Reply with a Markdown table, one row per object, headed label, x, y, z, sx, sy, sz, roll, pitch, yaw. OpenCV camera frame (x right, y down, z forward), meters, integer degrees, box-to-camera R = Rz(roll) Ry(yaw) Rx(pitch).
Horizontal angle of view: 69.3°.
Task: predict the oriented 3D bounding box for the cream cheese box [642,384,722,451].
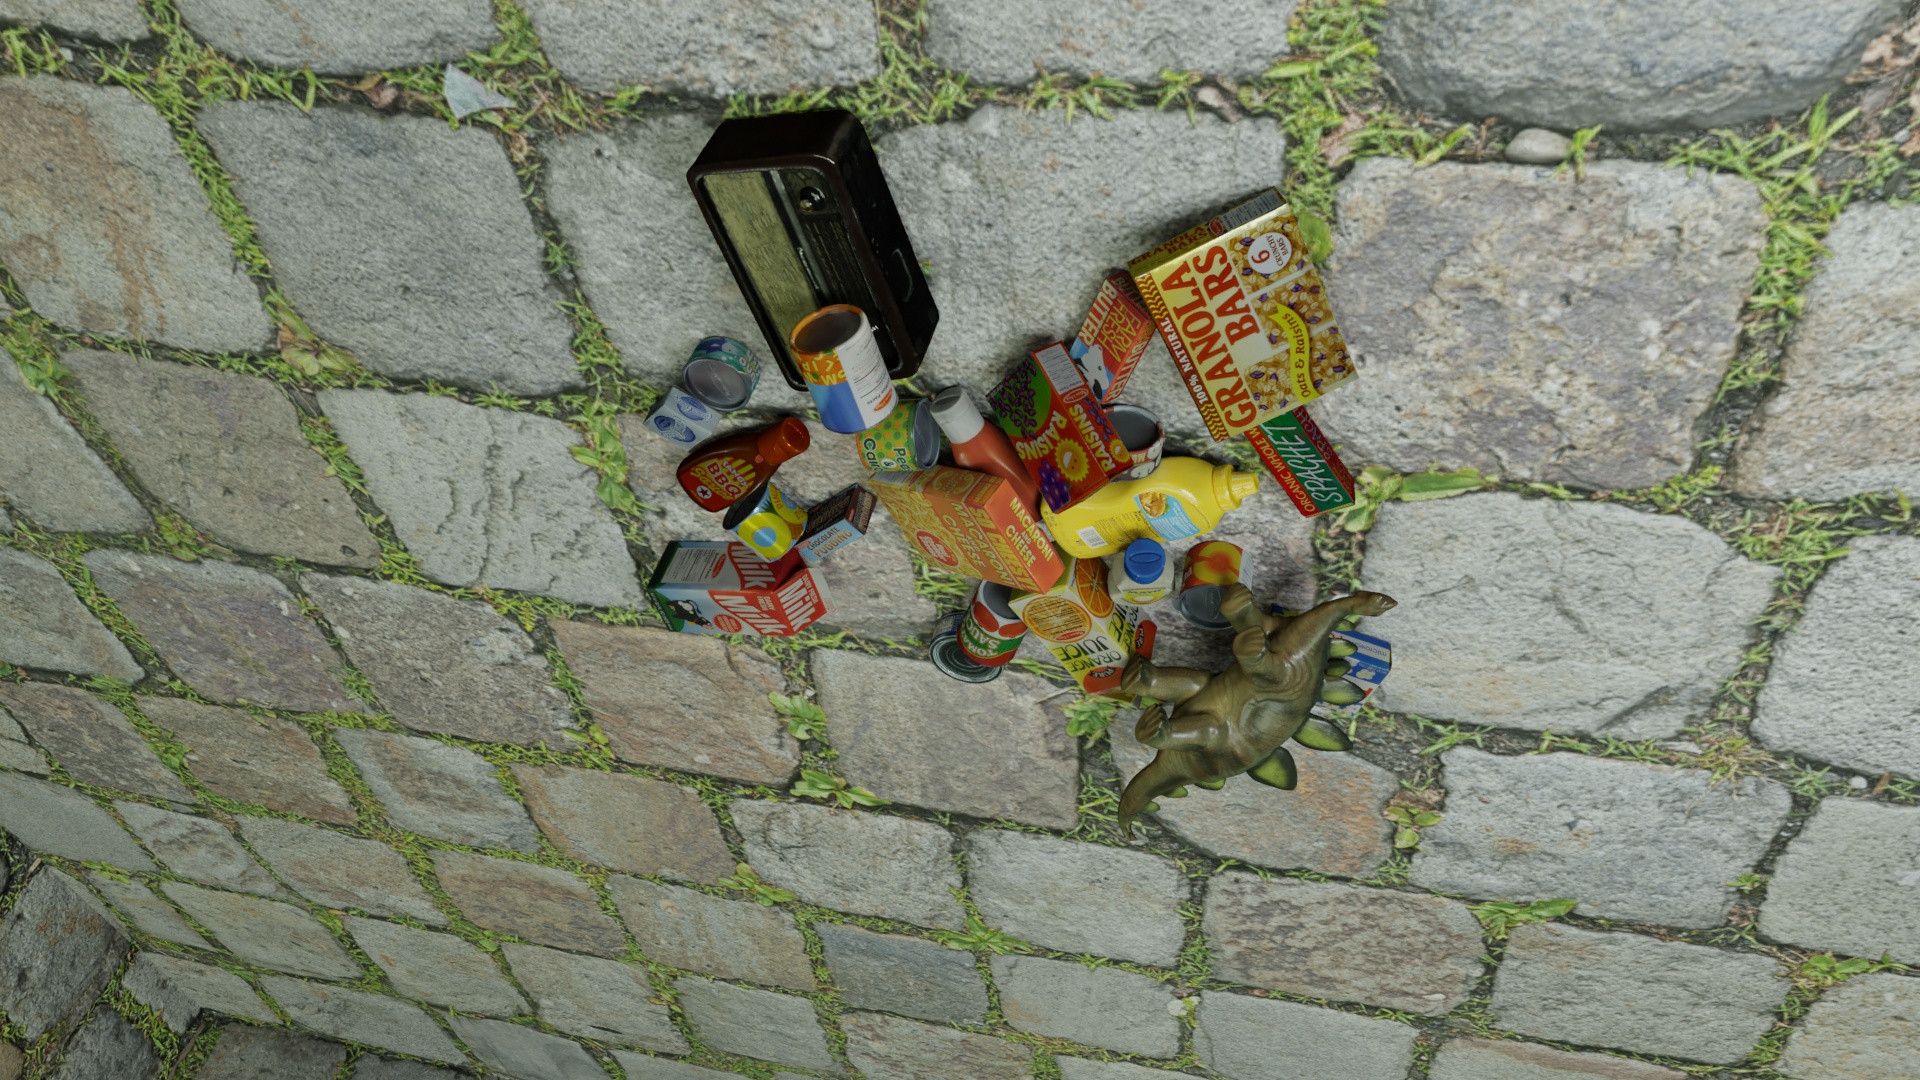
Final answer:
| label | x | y | z | sx | sy | sz | roll | pitch | yaw |
| --- | --- | --- | --- | --- | --- | --- | --- | --- | --- |
| cream cheese box | -0.264 | -0.115 | 1.316 | 0.053 | 0.024 | 0.103 | 31 | 163 | -17 |

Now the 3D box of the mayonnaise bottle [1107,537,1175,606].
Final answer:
| label | x | y | z | sx | sy | sz | roll | pitch | yaw |
| --- | --- | --- | --- | --- | --- | --- | --- | --- | --- |
| mayonnaise bottle | 0.169 | 0.030 | 1.287 | 0.065 | 0.041 | 0.148 | -4 | 168 | 5 |

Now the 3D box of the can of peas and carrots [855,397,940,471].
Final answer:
| label | x | y | z | sx | sy | sz | roll | pitch | yaw |
| --- | --- | --- | --- | --- | --- | --- | --- | --- | --- |
| can of peas and carrots | -0.057 | -0.094 | 1.259 | 0.059 | 0.071 | 0.070 | -1 | 136 | 21 |

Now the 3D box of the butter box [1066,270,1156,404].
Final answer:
| label | x | y | z | sx | sy | sz | roll | pitch | yaw |
| --- | --- | --- | --- | --- | --- | --- | --- | --- | --- |
| butter box | 0.125 | -0.165 | 1.135 | 0.053 | 0.024 | 0.103 | 50 | 143 | 20 |

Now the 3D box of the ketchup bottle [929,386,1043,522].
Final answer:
| label | x | y | z | sx | sy | sz | roll | pitch | yaw |
| --- | --- | --- | --- | --- | --- | --- | --- | --- | --- |
| ketchup bottle | 0.024 | -0.075 | 1.272 | 0.064 | 0.044 | 0.148 | -8 | 133 | 36 |

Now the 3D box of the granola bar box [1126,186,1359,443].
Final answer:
| label | x | y | z | sx | sy | sz | roll | pitch | yaw |
| --- | --- | --- | --- | --- | --- | --- | --- | --- | --- |
| granola bar box | 0.218 | -0.170 | 1.068 | 0.124 | 0.039 | 0.165 | -25 | 123 | 12 |

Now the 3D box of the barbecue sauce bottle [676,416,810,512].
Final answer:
| label | x | y | z | sx | sy | sz | roll | pitch | yaw |
| --- | --- | --- | --- | --- | --- | --- | --- | --- | --- |
| barbecue sauce bottle | -0.208 | -0.078 | 1.351 | 0.148 | 0.044 | 0.064 | -23 | 118 | 36 |

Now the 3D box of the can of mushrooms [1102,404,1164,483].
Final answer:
| label | x | y | z | sx | sy | sz | roll | pitch | yaw |
| --- | --- | --- | --- | --- | --- | --- | --- | --- | --- |
| can of mushrooms | 0.141 | -0.084 | 1.201 | 0.071 | 0.071 | 0.033 | 10 | 137 | 8 |

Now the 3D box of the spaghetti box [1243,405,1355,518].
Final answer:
| label | x | y | z | sx | sy | sz | roll | pitch | yaw |
| --- | --- | --- | --- | --- | --- | --- | --- | --- | --- |
| spaghetti box | 0.253 | -0.112 | 1.162 | 0.050 | 0.029 | 0.249 | -20 | 127 | 35 |

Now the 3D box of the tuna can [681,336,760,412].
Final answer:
| label | x | y | z | sx | sy | sz | roll | pitch | yaw |
| --- | --- | --- | --- | --- | --- | --- | --- | --- | --- |
| tuna can | -0.218 | -0.153 | 1.279 | 0.071 | 0.033 | 0.070 | 10 | 139 | 9 |

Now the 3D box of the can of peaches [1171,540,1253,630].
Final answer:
| label | x | y | z | sx | sy | sz | roll | pitch | yaw |
| --- | --- | --- | --- | --- | --- | --- | --- | --- | --- |
| can of peaches | 0.240 | 0.042 | 1.314 | 0.071 | 0.058 | 0.071 | 10 | 139 | 9 |

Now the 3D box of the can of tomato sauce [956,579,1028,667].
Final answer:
| label | x | y | z | sx | sy | sz | roll | pitch | yaw |
| --- | --- | --- | --- | --- | --- | --- | --- | --- | --- |
| can of tomato sauce | 0.037 | 0.081 | 1.419 | 0.071 | 0.071 | 0.082 | 21 | 138 | -3 |

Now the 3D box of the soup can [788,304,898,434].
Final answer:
| label | x | y | z | sx | sy | sz | roll | pitch | yaw |
| --- | --- | --- | --- | --- | --- | --- | --- | --- | --- |
| soup can | -0.096 | -0.138 | 1.118 | 0.071 | 0.072 | 0.083 | -1 | 135 | 21 |

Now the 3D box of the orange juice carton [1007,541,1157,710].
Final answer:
| label | x | y | z | sx | sy | sz | roll | pitch | yaw |
| --- | --- | --- | --- | --- | --- | --- | --- | --- | --- |
| orange juice carton | 0.135 | 0.088 | 1.391 | 0.073 | 0.072 | 0.192 | -19 | 127 | 34 |

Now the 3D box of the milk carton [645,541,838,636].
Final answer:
| label | x | y | z | sx | sy | sz | roll | pitch | yaw |
| --- | --- | --- | --- | --- | --- | --- | --- | --- | --- |
| milk carton | -0.226 | 0.051 | 1.476 | 0.190 | 0.074 | 0.072 | 0 | 136 | 19 |

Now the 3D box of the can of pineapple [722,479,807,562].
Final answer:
| label | x | y | z | sx | sy | sz | roll | pitch | yaw |
| --- | --- | --- | --- | --- | --- | --- | --- | --- | --- |
| can of pineapple | -0.194 | -0.021 | 1.392 | 0.070 | 0.071 | 0.058 | -26 | 124 | 39 |

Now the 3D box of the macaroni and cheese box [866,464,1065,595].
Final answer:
| label | x | y | z | sx | sy | sz | roll | pitch | yaw |
| --- | --- | --- | --- | --- | --- | --- | --- | --- | --- |
| macaroni and cheese box | 0.005 | -0.016 | 1.297 | 0.166 | 0.040 | 0.123 | 13 | 147 | 47 |

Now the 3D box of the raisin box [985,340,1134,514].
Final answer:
| label | x | y | z | sx | sy | sz | roll | pitch | yaw |
| --- | --- | --- | --- | --- | --- | --- | --- | --- | --- |
| raisin box | 0.083 | -0.094 | 1.177 | 0.123 | 0.040 | 0.085 | 60 | 144 | 5 |

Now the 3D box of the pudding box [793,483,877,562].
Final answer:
| label | x | y | z | sx | sy | sz | roll | pitch | yaw |
| --- | --- | --- | --- | --- | --- | --- | --- | --- | --- |
| pudding box | -0.124 | -0.017 | 1.383 | 0.083 | 0.050 | 0.030 | -26 | 125 | 39 |

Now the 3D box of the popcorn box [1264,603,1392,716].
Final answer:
| label | x | y | z | sx | sy | sz | roll | pitch | yaw |
| --- | --- | --- | --- | --- | --- | --- | --- | --- | --- |
| popcorn box | 0.350 | 0.119 | 1.375 | 0.127 | 0.038 | 0.084 | 19 | 139 | -1 |
